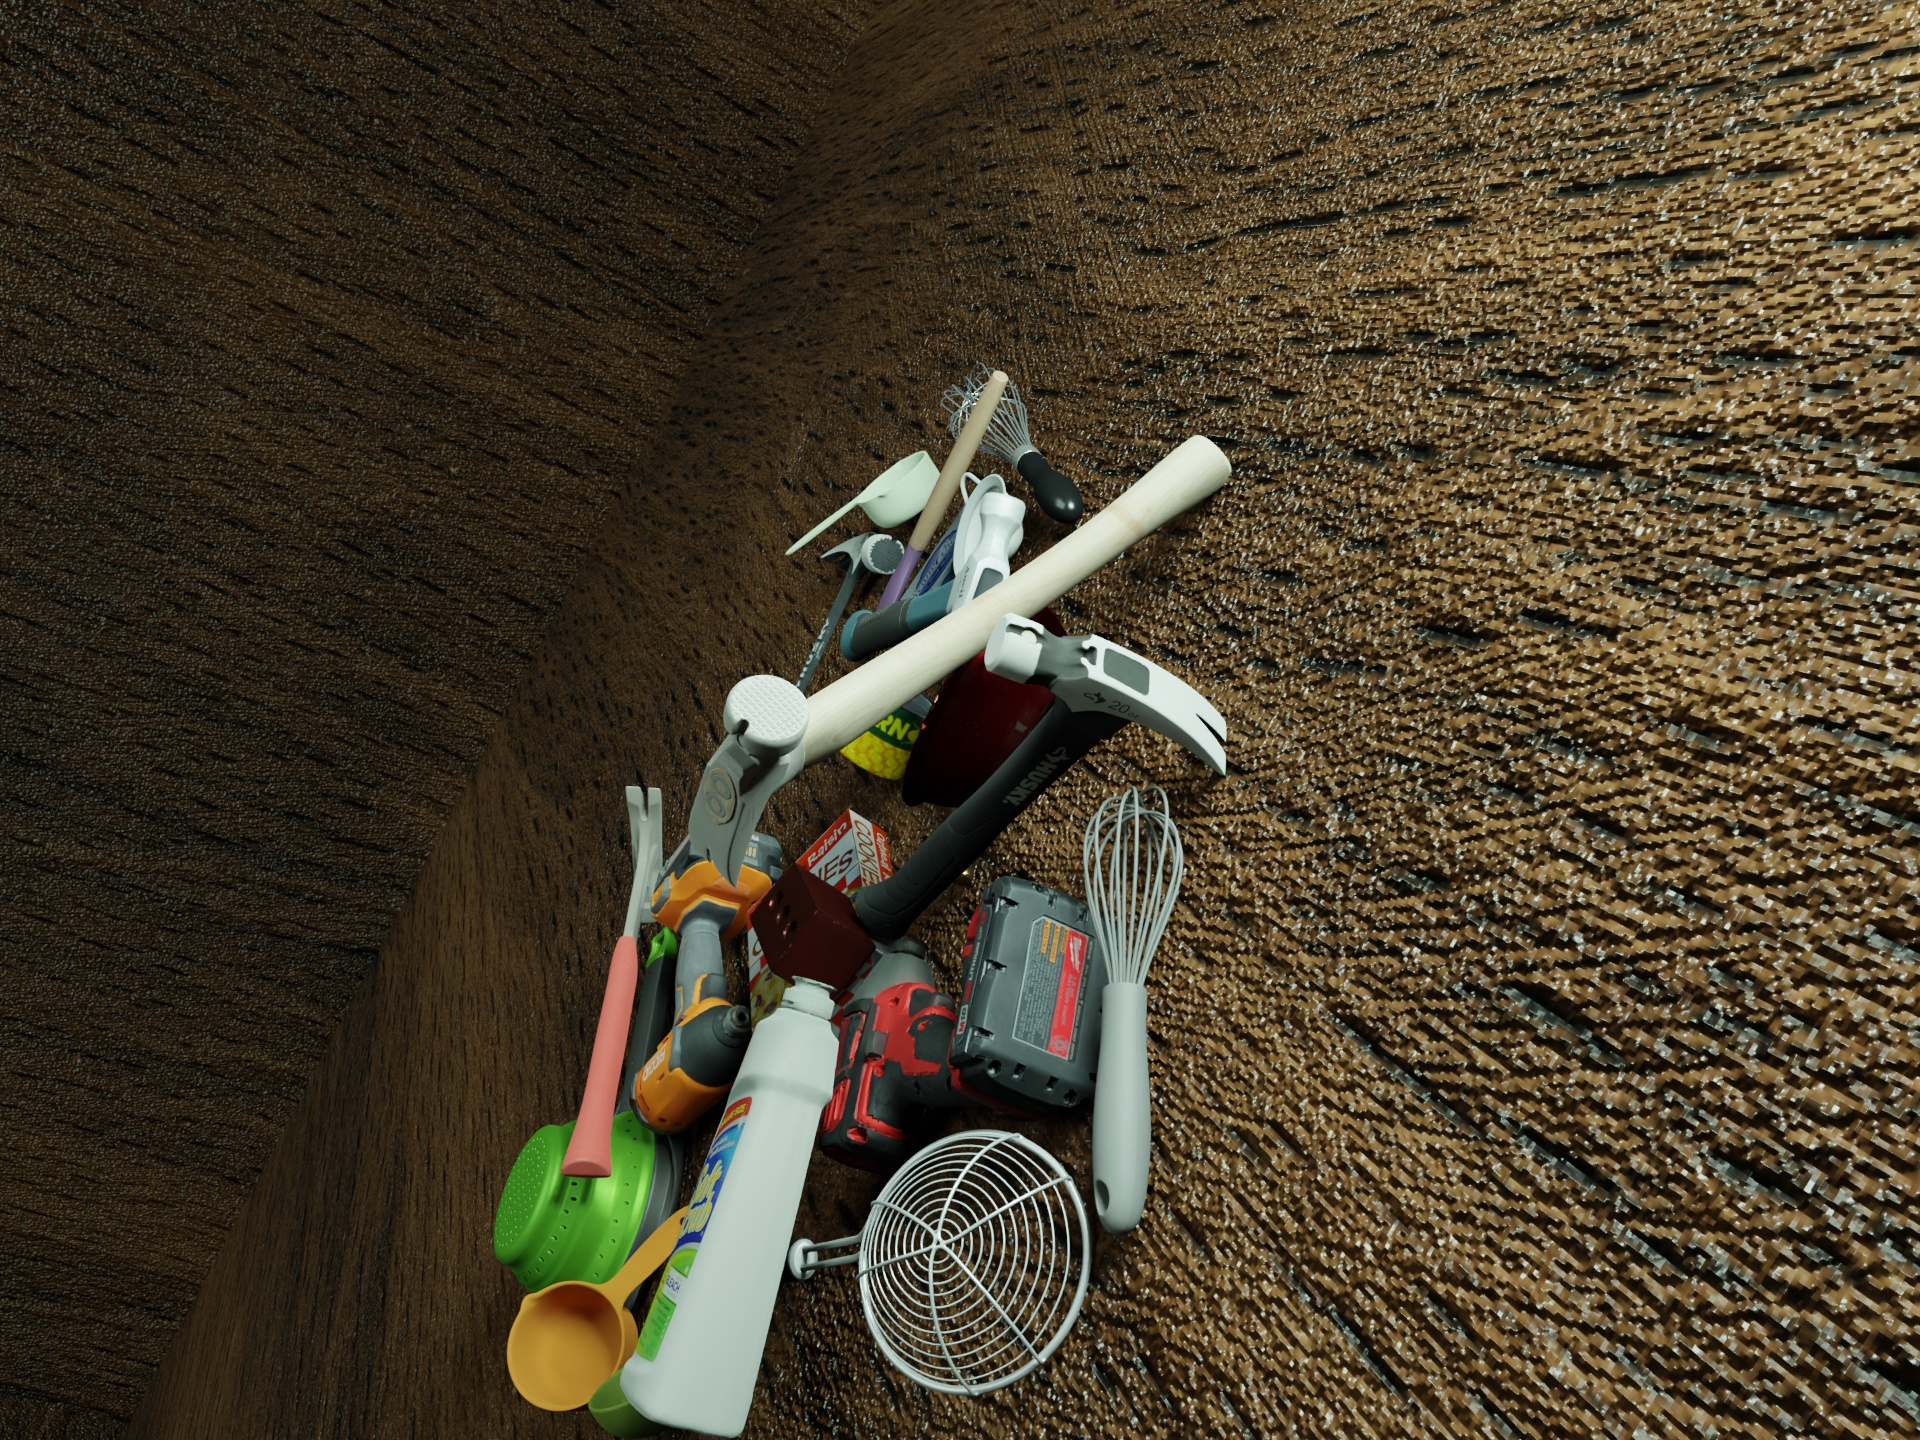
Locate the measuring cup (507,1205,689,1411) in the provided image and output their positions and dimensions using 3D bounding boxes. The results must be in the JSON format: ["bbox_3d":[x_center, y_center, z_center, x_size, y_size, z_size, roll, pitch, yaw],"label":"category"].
[{"bbox_3d":[-0.251,0.429,1.173,0.173,0.095,0.052,-45,-24,-16],"label":"measuring cup"}]

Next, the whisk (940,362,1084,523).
[{"bbox_3d":[0.043,-0.216,1.249,0.070,0.070,0.285,-56,29,16],"label":"whisk"}]

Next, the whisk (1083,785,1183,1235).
[{"bbox_3d":[0.085,0.137,0.799,0.055,0.055,0.239,-36,39,47],"label":"whisk"}]

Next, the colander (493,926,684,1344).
[{"bbox_3d":[-0.309,0.331,1.336,0.204,0.094,0.398,-43,32,38],"label":"colander"}]

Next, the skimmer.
[{"bbox_3d":[-0.045,0.310,0.902,0.363,0.090,0.127,138,147,-60],"label":"skimmer"}]

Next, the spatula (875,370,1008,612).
[{"bbox_3d":[-0.027,-0.161,1.308,0.060,0.018,0.315,-83,16,-44],"label":"spatula"}]

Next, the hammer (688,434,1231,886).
[{"bbox_3d":[0.017,-0.054,0.878,0.410,0.038,0.146,-36,-17,-36],"label":"hammer"}]

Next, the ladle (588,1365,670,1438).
[{"bbox_3d":[-0.168,0.332,1.104,0.078,0.062,0.320,-23,42,58],"label":"ladle"}]

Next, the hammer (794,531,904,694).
[{"bbox_3d":[-0.172,0.010,1.480,0.409,0.036,0.149,-64,21,-2],"label":"hammer"}]

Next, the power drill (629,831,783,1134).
[{"bbox_3d":[-0.197,0.195,1.264,0.164,0.084,0.227,-47,32,44],"label":"power drill"}]

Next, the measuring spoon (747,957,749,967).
[{"bbox_3d":[-0.145,0.181,1.277,0.117,0.011,0.021,-37,36,52],"label":"measuring spoon"}]

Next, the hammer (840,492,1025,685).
[{"bbox_3d":[-0.035,-0.080,1.205,0.331,0.033,0.128,170,116,-71],"label":"hammer"}]

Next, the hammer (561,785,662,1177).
[{"bbox_3d":[-0.281,0.218,1.312,0.359,0.036,0.149,-93,7,-53],"label":"hammer"}]

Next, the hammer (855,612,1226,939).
[{"bbox_3d":[0.021,0.056,0.940,0.334,0.146,0.035,131,154,-51],"label":"hammer"}]

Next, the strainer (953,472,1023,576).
[{"bbox_3d":[0.021,-0.098,1.166,0.259,0.050,0.086,-88,24,-48],"label":"strainer"}]

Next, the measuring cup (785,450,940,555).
[{"bbox_3d":[-0.087,-0.184,1.449,0.167,0.038,0.083,-31,20,23],"label":"measuring cup"}]

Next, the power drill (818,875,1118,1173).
[{"bbox_3d":[-0.005,0.172,0.911,0.219,0.078,0.143,-36,34,52],"label":"power drill"}]

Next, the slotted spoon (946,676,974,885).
[{"bbox_3d":[-0.002,-0.004,1.151,0.070,0.031,0.314,-44,31,32],"label":"slotted spoon"}]
